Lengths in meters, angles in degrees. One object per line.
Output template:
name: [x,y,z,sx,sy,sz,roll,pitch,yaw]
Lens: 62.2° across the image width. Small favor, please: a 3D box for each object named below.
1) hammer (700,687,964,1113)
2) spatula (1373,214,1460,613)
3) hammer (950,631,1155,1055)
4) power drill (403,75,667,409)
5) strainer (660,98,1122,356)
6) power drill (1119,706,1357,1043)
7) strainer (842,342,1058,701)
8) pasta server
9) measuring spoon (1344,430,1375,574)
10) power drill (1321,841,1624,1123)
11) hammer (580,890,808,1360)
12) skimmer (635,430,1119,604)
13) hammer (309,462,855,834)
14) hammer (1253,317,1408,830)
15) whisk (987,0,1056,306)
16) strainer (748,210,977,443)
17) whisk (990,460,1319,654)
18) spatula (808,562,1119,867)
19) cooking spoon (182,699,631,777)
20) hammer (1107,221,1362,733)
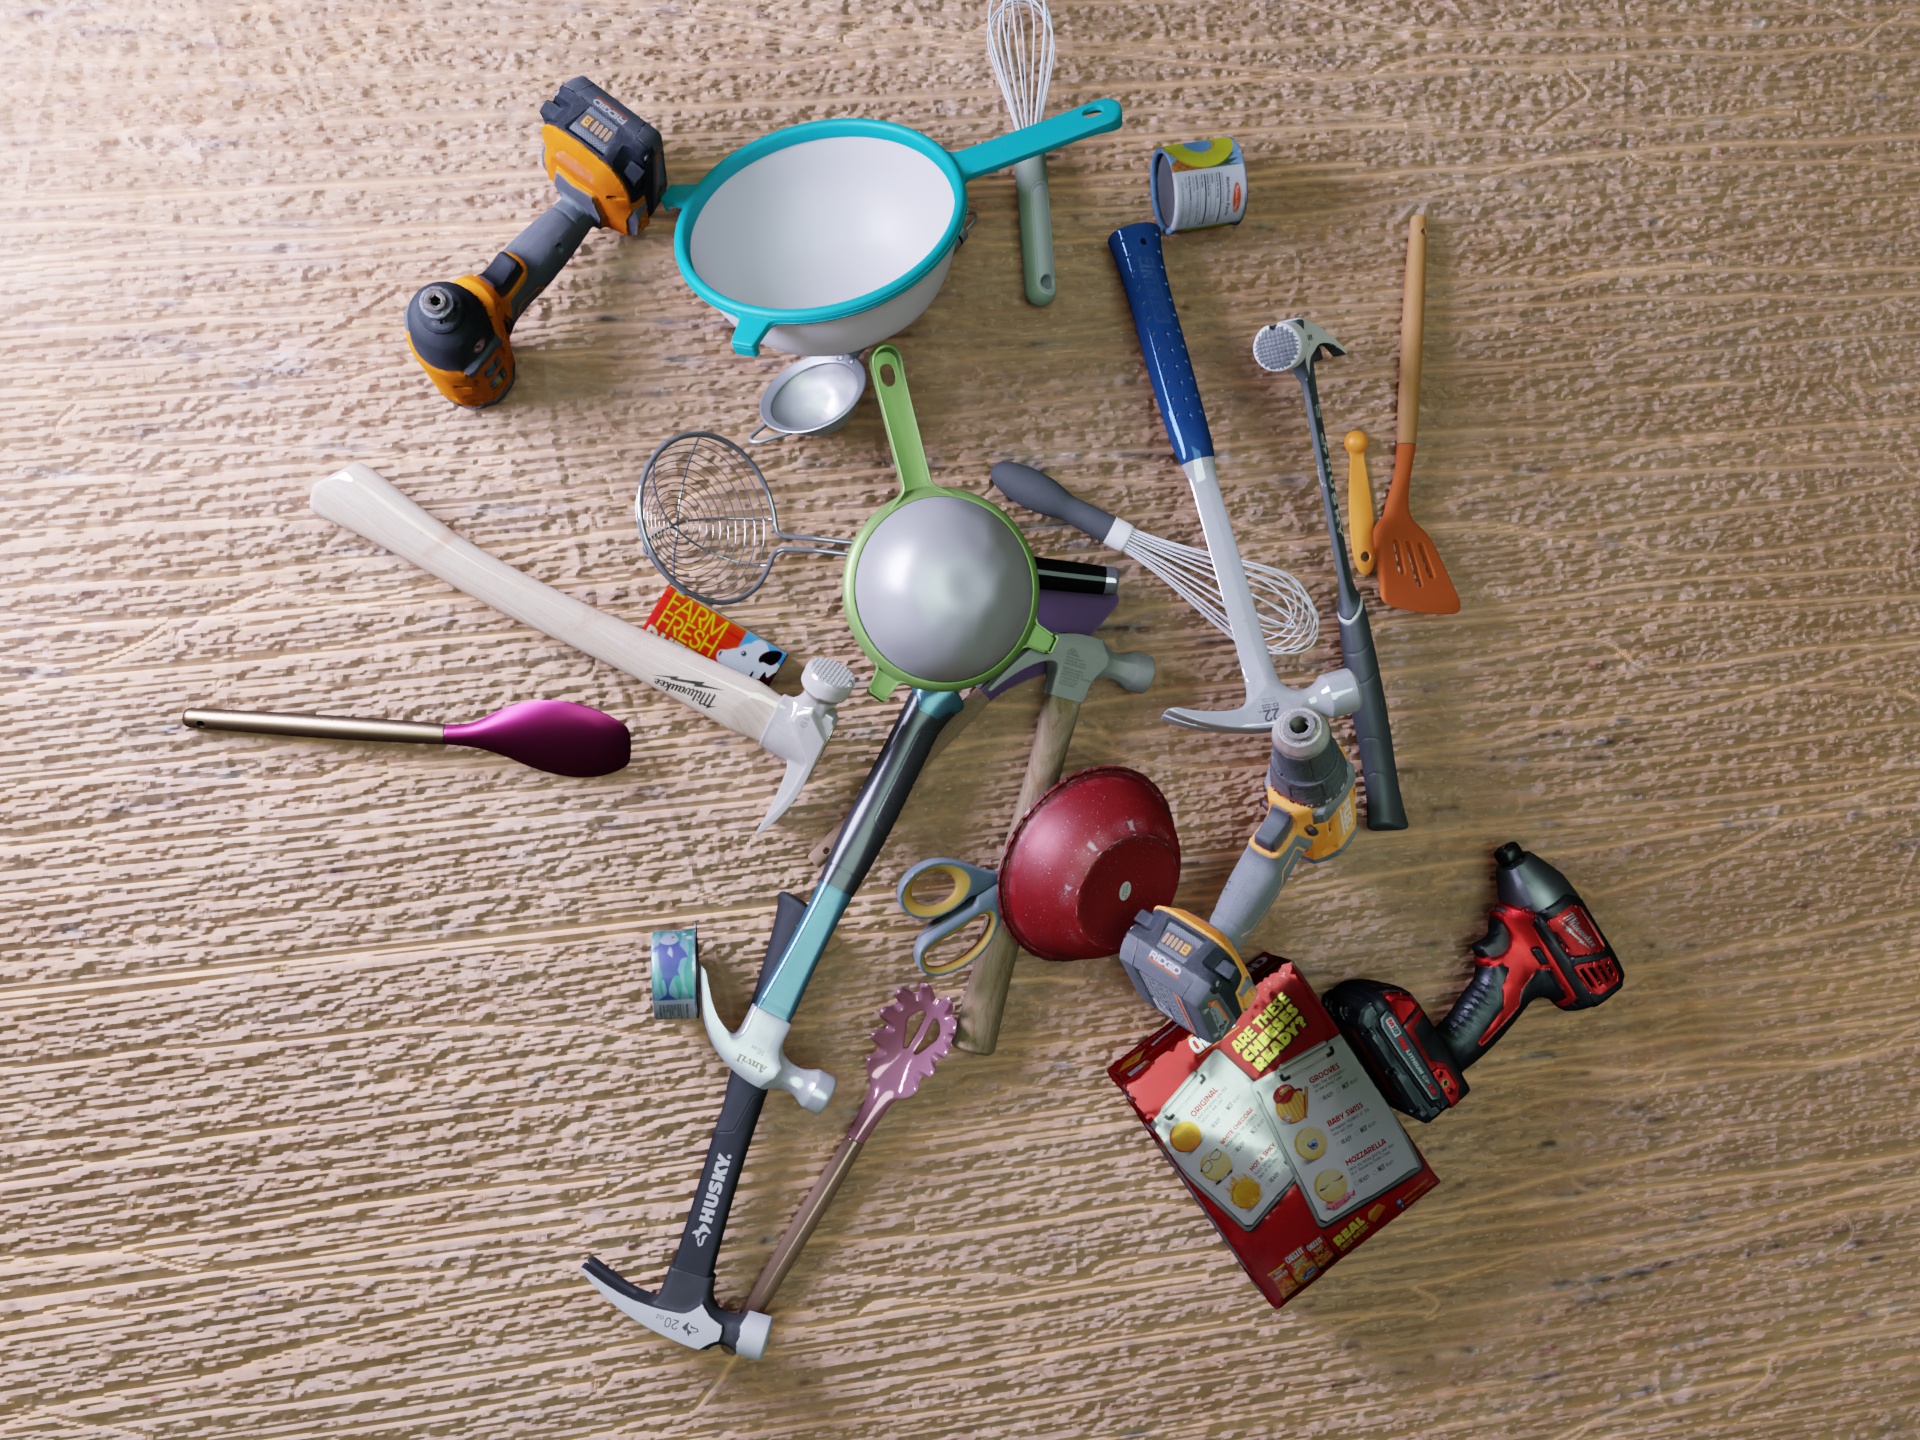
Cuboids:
hammer: [-0.084,0.113,1.175,0.128,0.033,0.331,28,81,-9]
spatula: [0.363,-0.244,1.265,0.081,0.041,0.322,4,88,-26]
hammer: [0.048,0.093,1.219,0.130,0.031,0.331,15,90,-18]
power drill: [-0.302,-0.331,1.111,0.084,0.164,0.226,36,83,-5]
strainer: [-0.035,-0.359,1.164,0.340,0.095,0.211,-23,56,-7]
power drill: [0.210,0.105,1.151,0.084,0.185,0.226,31,75,28]
strainer: [-0.018,-0.146,1.135,0.151,0.069,0.256,-16,97,-16]
pasta server: [-0.095,0.340,1.201,0.060,0.040,0.316,31,87,14]
measuring spoon: [0.322,-0.175,1.274,0.021,0.011,0.117,-4,91,-8]
power drill: [0.404,0.203,1.255,0.219,0.078,0.143,-33,94,-10]
hammer: [-0.170,0.292,1.186,0.146,0.035,0.335,16,85,2]
skimmer: [-0.054,-0.132,1.176,0.363,0.090,0.127,6,77,-7]
hammer: [-0.286,-0.064,1.162,0.410,0.038,0.146,27,118,-1]
hammer: [0.298,-0.107,1.232,0.036,0.149,0.409,-7,102,28]
whisk: [0.053,-0.443,1.221,0.057,0.059,0.246,-8,96,-36]
strainer: [-0.066,-0.292,1.205,0.087,0.050,0.258,30,77,37]
whisk: [0.150,-0.128,1.229,0.284,0.070,0.070,27,86,-2]
spatula: [-0.002,-0.004,1.224,0.060,0.018,0.316,45,83,-4]
cooking spoon: [-0.401,0.009,1.159,0.319,0.017,0.068,4,125,-4]
hammer: [0.176,-0.184,1.198,0.144,0.035,0.406,-13,79,-6]
